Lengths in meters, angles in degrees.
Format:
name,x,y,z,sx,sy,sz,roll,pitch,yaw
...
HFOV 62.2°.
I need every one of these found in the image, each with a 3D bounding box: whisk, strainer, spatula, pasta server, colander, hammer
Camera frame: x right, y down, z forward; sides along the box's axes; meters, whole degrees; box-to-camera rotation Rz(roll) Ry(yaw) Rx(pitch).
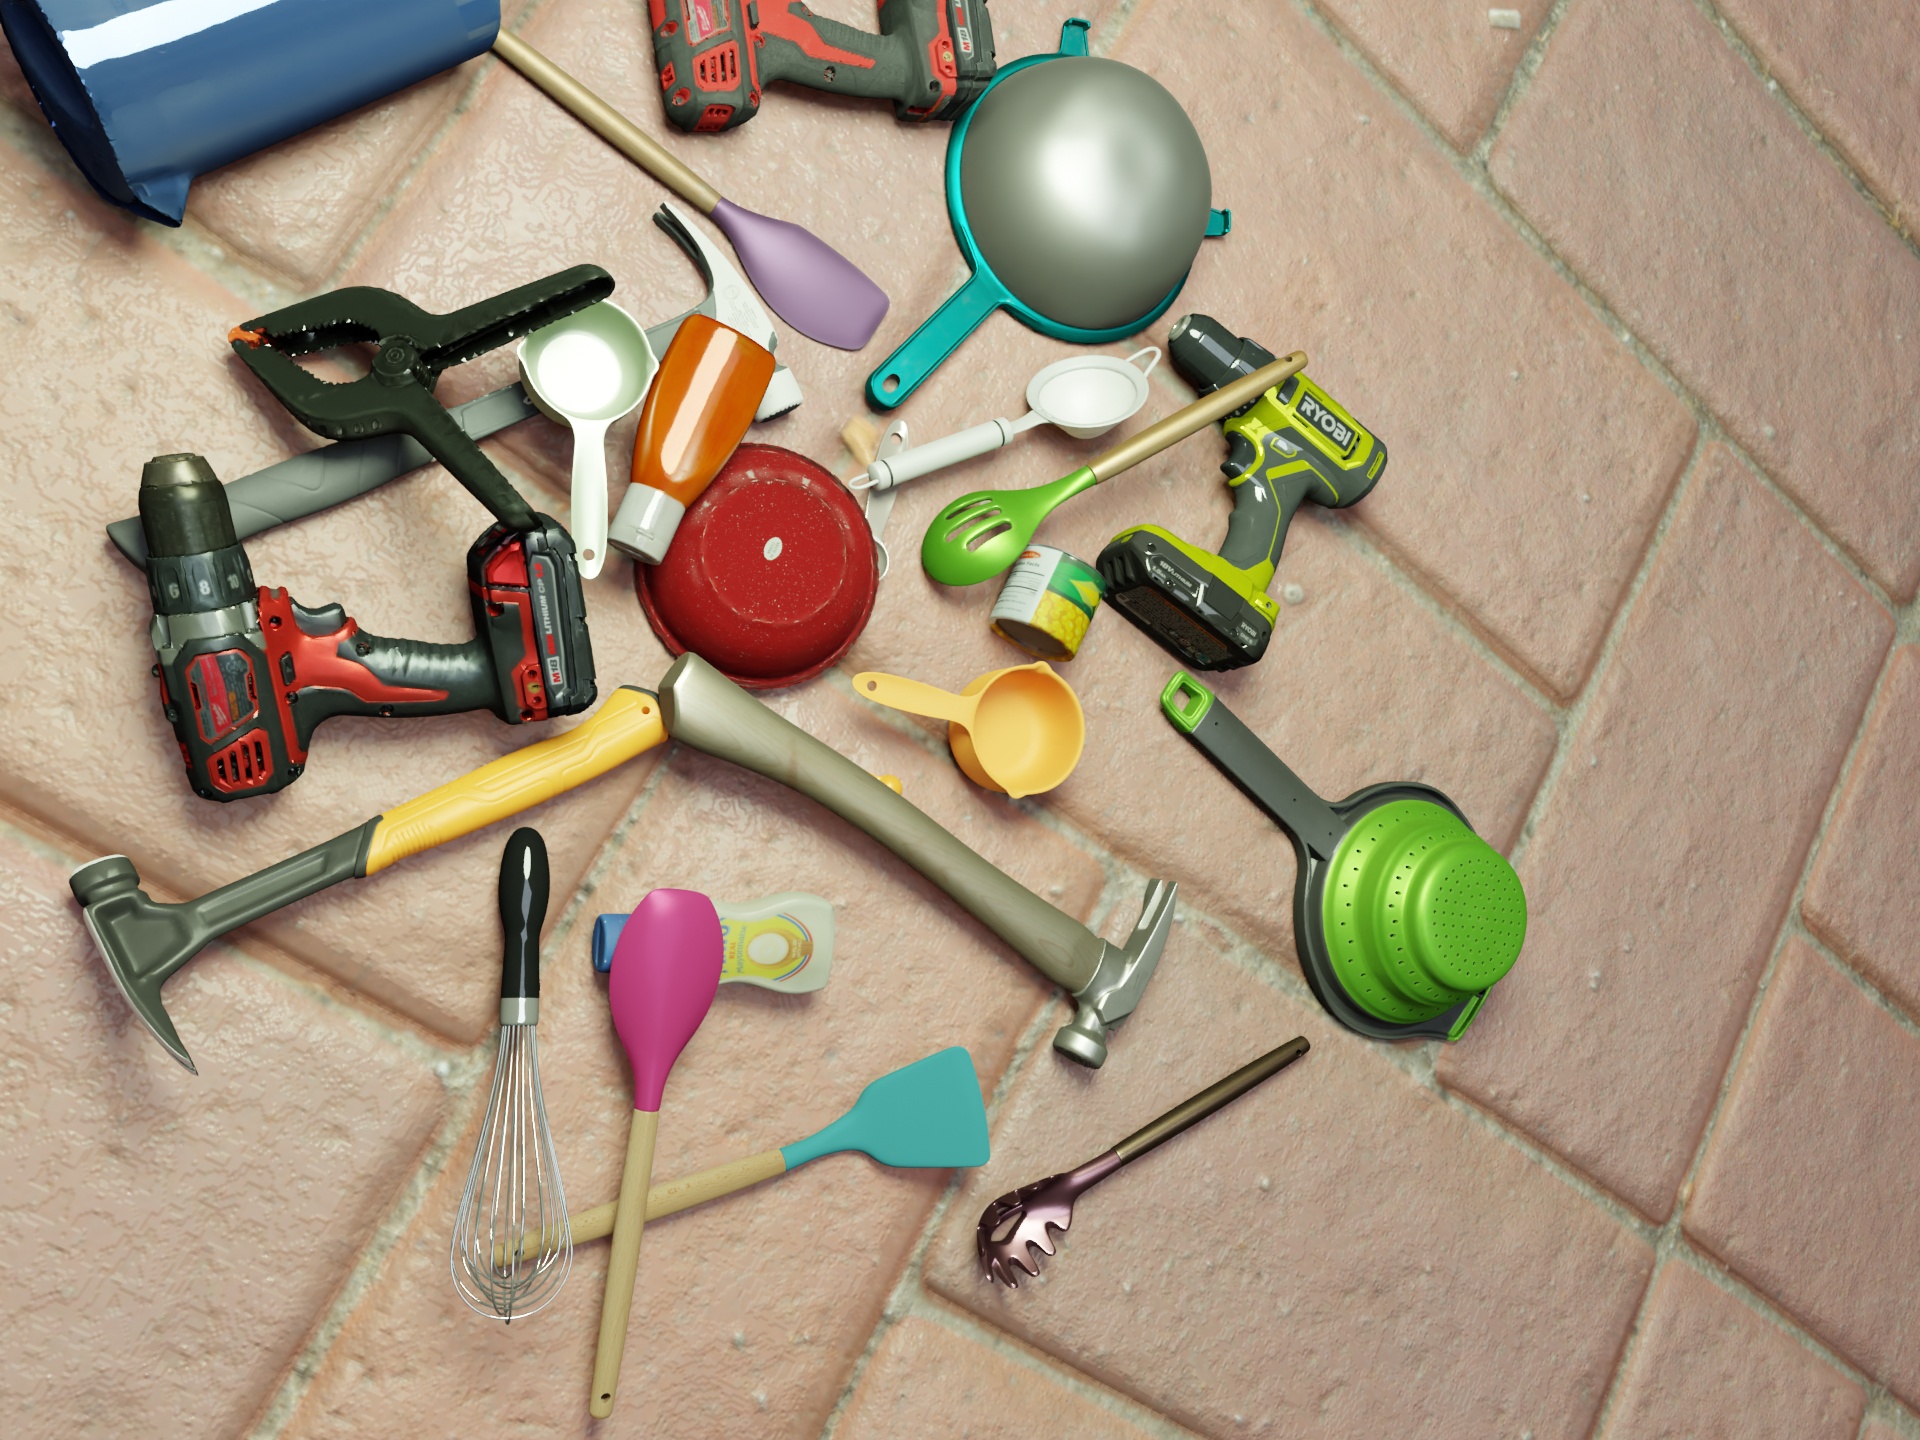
name,x,y,z,sx,sy,sz,roll,pitch,yaw
whisk,-0.260,0.204,0.933,0.070,0.070,0.285,5,76,-26
strainer,0.062,-0.336,1.098,0.211,0.095,0.340,48,68,-17
spatula,-0.180,-0.346,1.023,0.315,0.018,0.060,35,84,-21
pasta server,0.137,0.304,1.139,0.316,0.040,0.060,-23,110,-26
colander,0.307,0.097,1.198,0.396,0.094,0.204,42,71,-19
strainer,0.034,-0.201,1.100,0.258,0.087,0.050,-24,137,-24
hammer,-0.021,0.074,1.053,0.410,0.038,0.146,37,71,-25
spatula,-0.134,0.286,1.004,0.317,0.044,0.082,-13,94,-25
hammer,-0.297,-0.183,0.950,0.409,0.036,0.149,-29,99,-24
hammer,-0.313,0.069,0.915,0.337,0.034,0.127,-27,75,-28

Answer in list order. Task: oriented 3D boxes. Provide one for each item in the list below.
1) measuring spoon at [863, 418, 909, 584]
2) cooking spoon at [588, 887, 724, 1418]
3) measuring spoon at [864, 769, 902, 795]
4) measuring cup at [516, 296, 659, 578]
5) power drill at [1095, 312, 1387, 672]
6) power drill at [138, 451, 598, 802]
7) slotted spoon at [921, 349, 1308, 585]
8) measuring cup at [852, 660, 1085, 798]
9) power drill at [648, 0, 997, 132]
name,x,y,z,sx,sy,sz,roll,pitch,yaw
measuring spoon,-0.056,-0.148,1.080,0.034,0.018,0.124,19,73,-16
cooking spoon,-0.193,0.260,0.959,0.068,0.017,0.319,9,88,-25
measuring spoon,-0.089,0.030,1.054,0.116,0.011,0.021,21,79,-24
measuring cup,-0.224,-0.166,0.944,0.083,0.038,0.167,0,88,-24
power drill,0.195,-0.170,1.168,0.190,0.080,0.228,35,71,-16
power drill,-0.332,-0.065,0.889,0.226,0.080,0.187,-13,107,-23
slotted spoon,0.110,-0.184,1.103,0.314,0.031,0.070,-30,60,-11
measuring cup,-0.002,-0.003,1.078,0.173,0.052,0.095,16,81,-23
power drill,-0.096,-0.463,1.041,0.219,0.078,0.143,-10,92,-23
